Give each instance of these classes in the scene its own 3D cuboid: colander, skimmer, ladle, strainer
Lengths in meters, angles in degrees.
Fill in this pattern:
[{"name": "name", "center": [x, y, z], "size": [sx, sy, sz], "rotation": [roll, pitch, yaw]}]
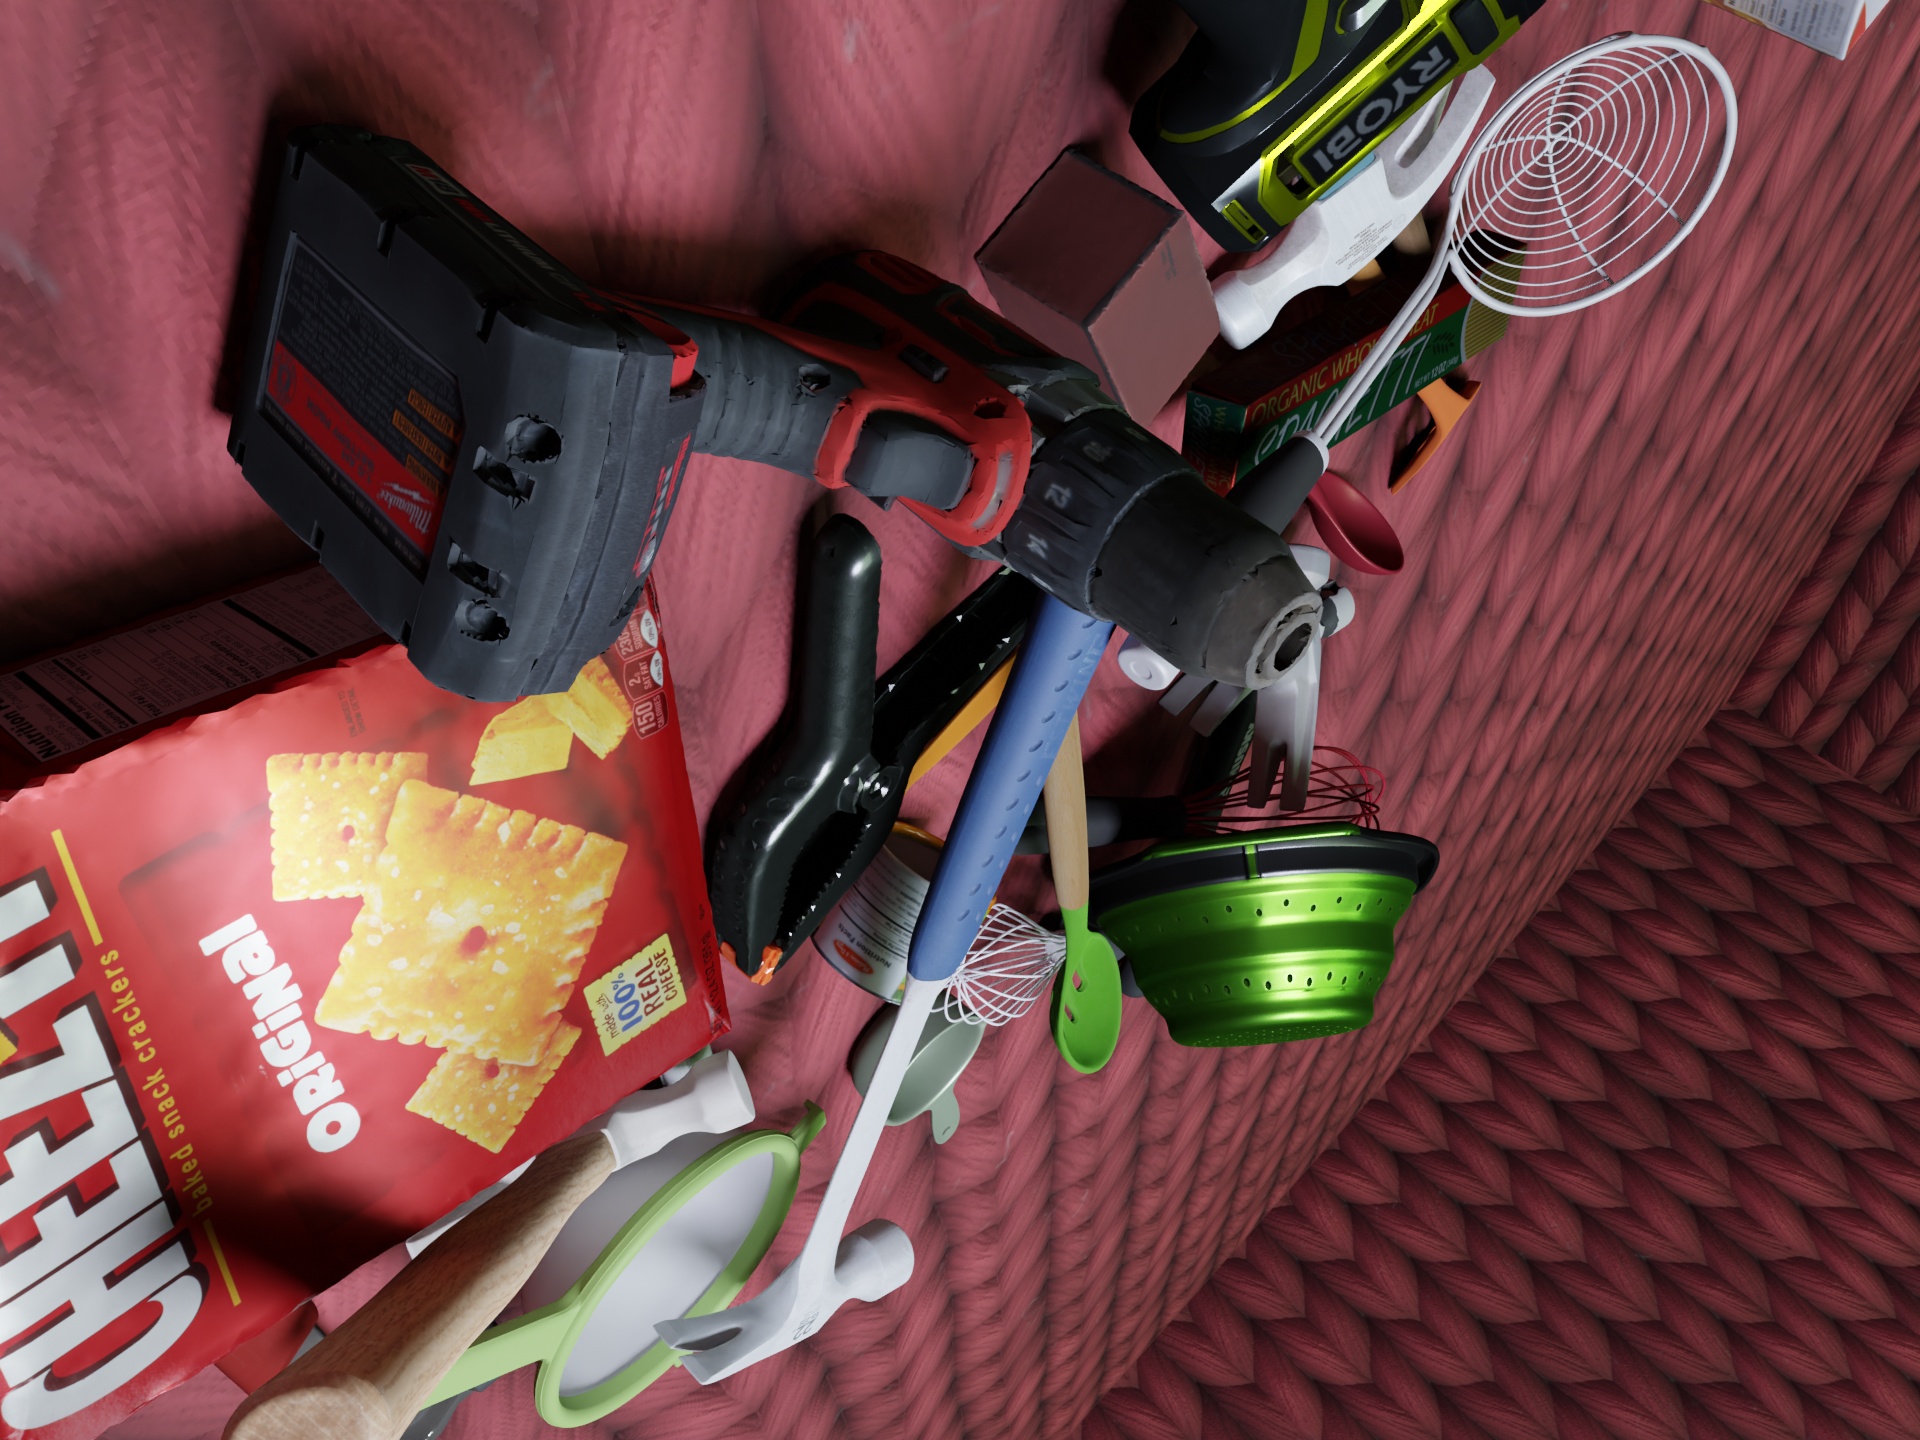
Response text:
[{"name": "colander", "center": [0.179, 0.150, 0.951], "size": [0.204, 0.095, 0.396], "rotation": [-8, 163, 8]}, {"name": "skimmer", "center": [0.192, -0.138, 0.628], "size": [0.363, 0.090, 0.127], "rotation": [-51, 145, -24]}, {"name": "ladle", "center": [0.151, -0.128, 0.754], "size": [0.031, 0.069, 0.315], "rotation": [-34, 154, 20]}, {"name": "strainer", "center": [-0.168, 0.225, 0.652], "size": [0.151, 0.069, 0.256], "rotation": [-61, 155, 12]}]

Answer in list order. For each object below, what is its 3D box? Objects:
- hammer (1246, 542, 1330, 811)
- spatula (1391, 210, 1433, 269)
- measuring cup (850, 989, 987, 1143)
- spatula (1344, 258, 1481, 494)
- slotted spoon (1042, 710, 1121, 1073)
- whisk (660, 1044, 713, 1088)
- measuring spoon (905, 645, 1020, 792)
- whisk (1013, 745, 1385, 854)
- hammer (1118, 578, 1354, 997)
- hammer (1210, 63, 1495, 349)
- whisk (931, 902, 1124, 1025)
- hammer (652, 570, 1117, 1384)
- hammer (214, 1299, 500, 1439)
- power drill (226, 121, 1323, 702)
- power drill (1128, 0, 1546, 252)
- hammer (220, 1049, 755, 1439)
[{"name": "hammer", "center": [0.090, -0.052, 0.704], "size": [0.386, 0.038, 0.143], "rotation": [19, 75, -59]}, {"name": "spatula", "center": [0.166, -0.245, 0.655], "size": [0.060, 0.018, 0.315], "rotation": [-48, 154, 9]}, {"name": "measuring cup", "center": [-0.023, 0.204, 0.909], "size": [0.083, 0.038, 0.167], "rotation": [-42, 155, -19]}, {"name": "spatula", "center": [0.222, -0.190, 0.814], "size": [0.081, 0.041, 0.322], "rotation": [-55, 150, 7]}, {"name": "slotted spoon", "center": [0.052, 0.066, 0.757], "size": [0.313, 0.031, 0.070], "rotation": [81, 30, -45]}, {"name": "whisk", "center": [-0.117, 0.099, 0.612], "size": [0.246, 0.058, 0.059], "rotation": [92, 13, -57]}, {"name": "measuring spoon", "center": [-0.001, -0.002, 0.711], "size": [0.117, 0.011, 0.021], "rotation": [-46, 153, -19]}, {"name": "whisk", "center": [0.131, 0.053, 0.875], "size": [0.295, 0.073, 0.073], "rotation": [-1, 127, -35]}, {"name": "hammer", "center": [0.150, 0.066, 1.013], "size": [0.146, 0.035, 0.334], "rotation": [-31, 148, -37]}, {"name": "hammer", "center": [0.106, -0.251, 0.513], "size": [0.128, 0.033, 0.330], "rotation": [-36, 152, 4]}, {"name": "whisk", "center": [0.051, 0.133, 0.919], "size": [0.070, 0.070, 0.284], "rotation": [-56, 159, 10]}, {"name": "hammer", "center": [-0.018, 0.111, 0.650], "size": [0.144, 0.035, 0.405], "rotation": [-12, 130, -50]}, {"name": "hammer", "center": [-0.253, 0.211, 0.546], "size": [0.149, 0.037, 0.358], "rotation": [-37, 151, -27]}, {"name": "power drill", "center": [-0.031, -0.062, 0.386], "size": [0.226, 0.188, 0.080], "rotation": [-9, 131, -49]}, {"name": "power drill", "center": [0.087, -0.232, 0.414], "size": [0.171, 0.080, 0.223], "rotation": [-39, 153, 22]}, {"name": "hammer", "center": [-0.143, 0.160, 0.487], "size": [0.130, 0.031, 0.331], "rotation": [-21, 177, -3]}]
